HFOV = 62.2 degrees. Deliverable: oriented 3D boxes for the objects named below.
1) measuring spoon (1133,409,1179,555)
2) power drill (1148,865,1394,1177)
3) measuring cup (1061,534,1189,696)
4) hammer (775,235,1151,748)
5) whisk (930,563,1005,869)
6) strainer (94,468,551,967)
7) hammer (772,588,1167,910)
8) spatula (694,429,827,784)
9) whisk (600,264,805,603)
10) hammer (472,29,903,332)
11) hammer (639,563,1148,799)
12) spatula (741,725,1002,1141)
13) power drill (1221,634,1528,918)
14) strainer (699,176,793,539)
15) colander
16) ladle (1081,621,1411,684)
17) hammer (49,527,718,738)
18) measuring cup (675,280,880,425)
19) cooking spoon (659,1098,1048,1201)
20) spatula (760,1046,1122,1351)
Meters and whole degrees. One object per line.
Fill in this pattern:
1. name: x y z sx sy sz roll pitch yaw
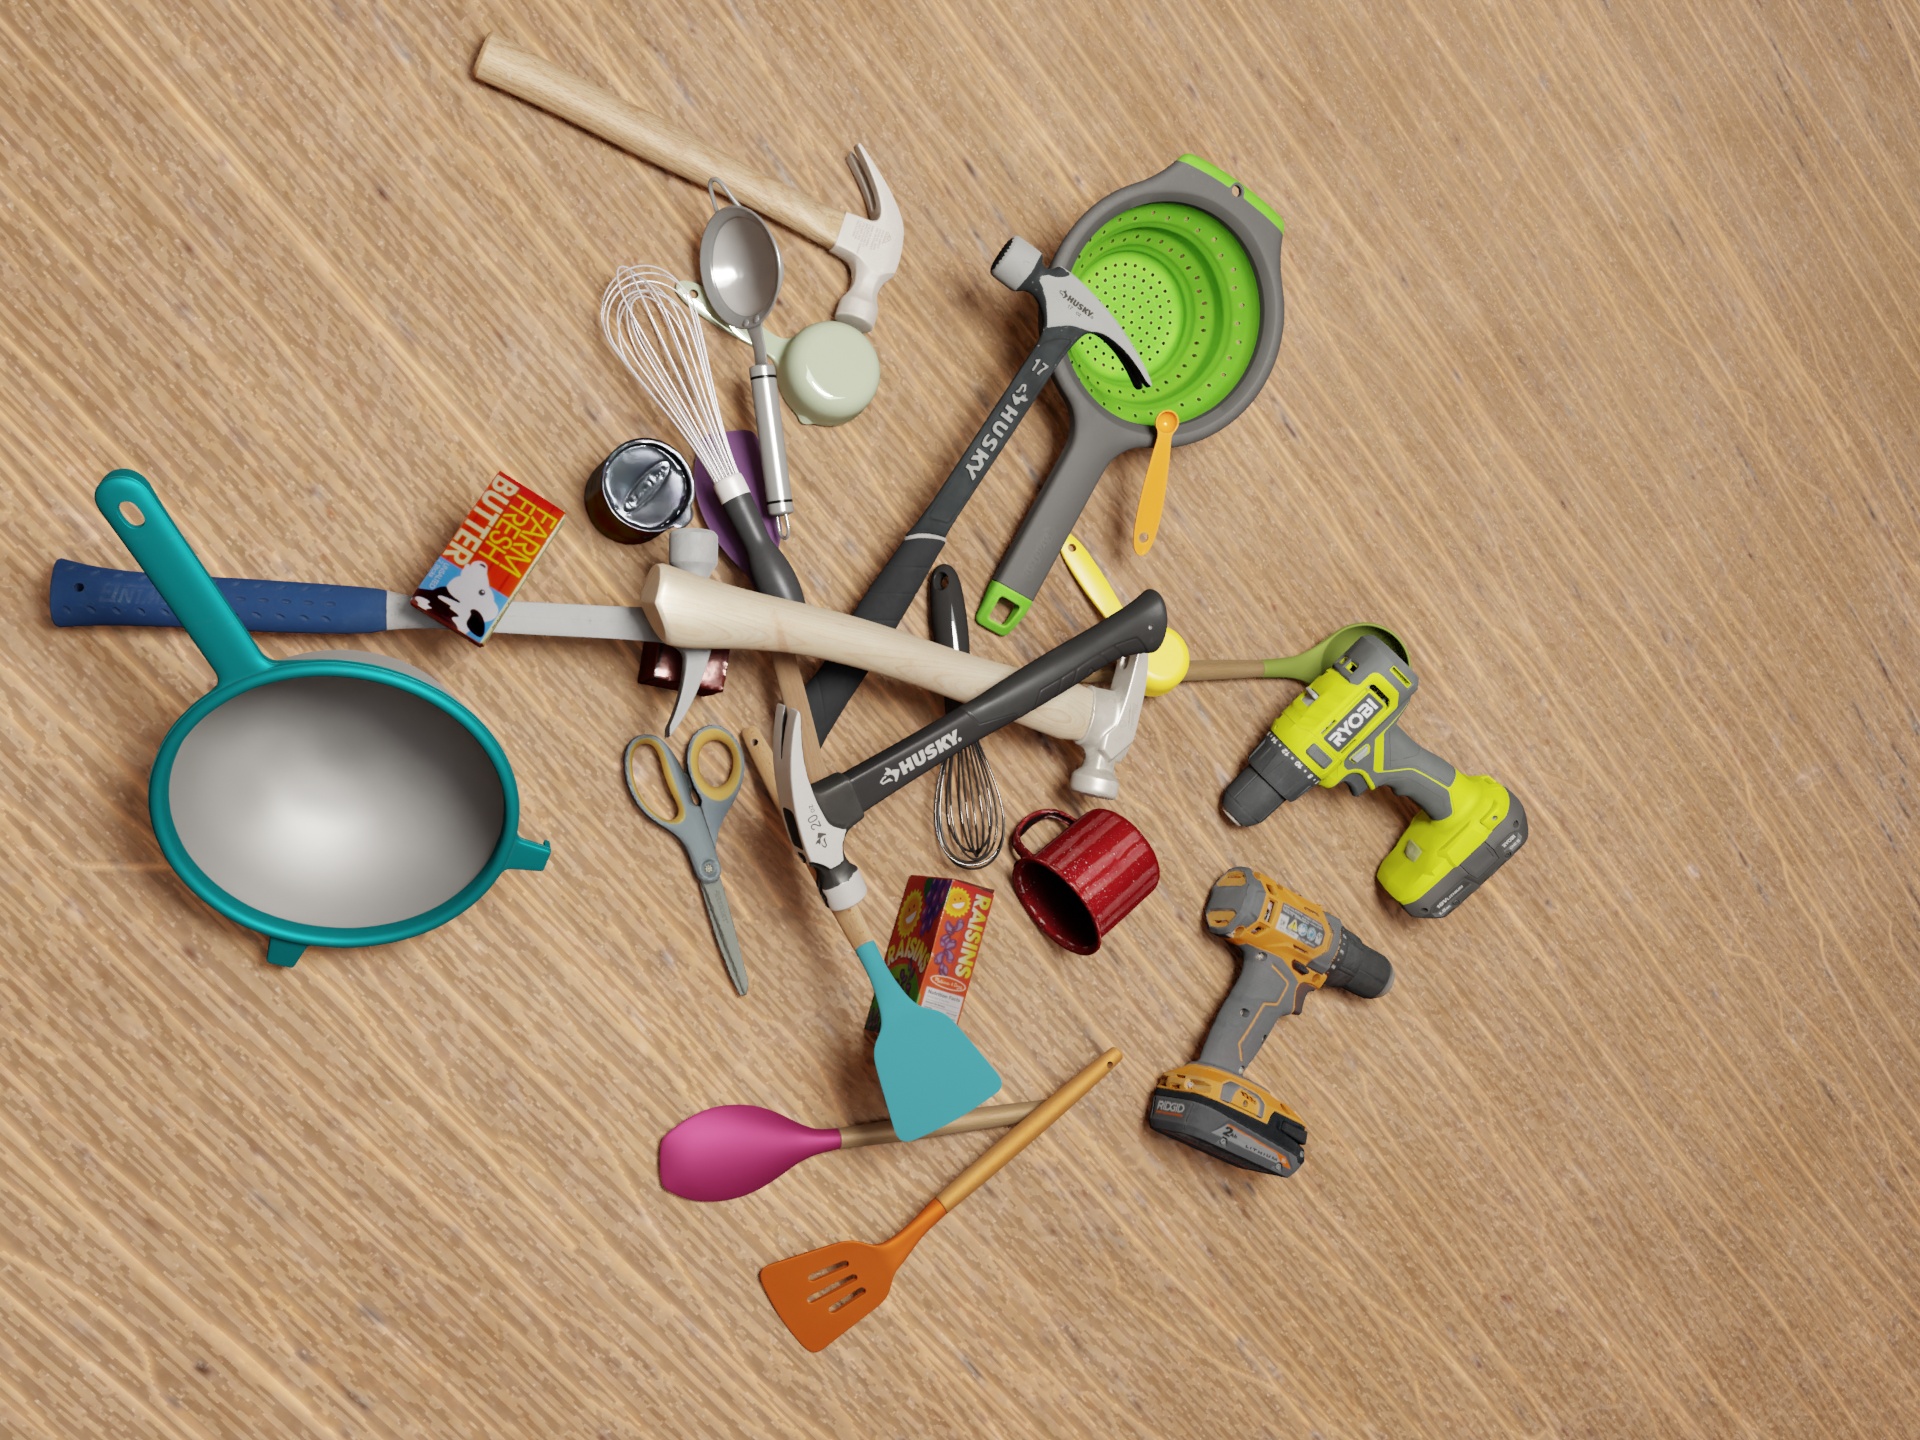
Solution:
1. measuring spoon: 0.152 -0.188 1.257 0.021 0.011 0.117 4 108 -18
2. power drill: 0.265 0.257 1.318 0.185 0.084 0.226 28 71 -22
3. measuring cup: 0.129 -0.090 1.286 0.062 0.029 0.156 -34 89 -20
4. hammer: -0.011 -0.149 1.186 0.149 0.036 0.409 33 88 -15
5. whisk: -0.003 -0.004 1.229 0.055 0.055 0.239 -3 83 -25
6. strainer: -0.404 -0.016 0.962 0.211 0.095 0.340 -21 123 1
7. hammer: 0.016 -0.009 1.136 0.335 0.035 0.146 -31 114 -22
8. spatula: -0.136 -0.064 1.156 0.059 0.018 0.316 -12 80 -24
9. whisk: -0.177 -0.195 1.136 0.070 0.070 0.284 -27 93 -24
10. hammer: -0.192 -0.414 1.172 0.331 0.031 0.130 21 78 -22
11. hammer: -0.033 -0.052 1.147 0.410 0.038 0.146 15 86 -33
12. spatula: -0.081 0.141 1.136 0.082 0.044 0.318 -29 73 -3
13. power drill: 0.351 0.064 1.351 0.228 0.080 0.190 41 100 -19
14. strainer: -0.144 -0.259 1.151 0.050 0.087 0.258 -12 96 -46
15. colander: 0.109 -0.253 1.282 0.204 0.095 0.397 28 94 -21
16. ladle: 0.236 -0.042 1.335 0.320 0.062 0.078 -2 96 -23
17. hammer: -0.362 -0.065 1.035 0.405 0.035 0.144 2 84 -17
18. measuring cup: -0.134 -0.284 1.186 0.167 0.038 0.083 29 75 -19
19. cooking spoon: -0.067 0.309 1.189 0.318 0.017 0.069 -2 90 -25
20. spatula: -0.001 0.348 1.202 0.322 0.041 0.081 -35 105 -22
